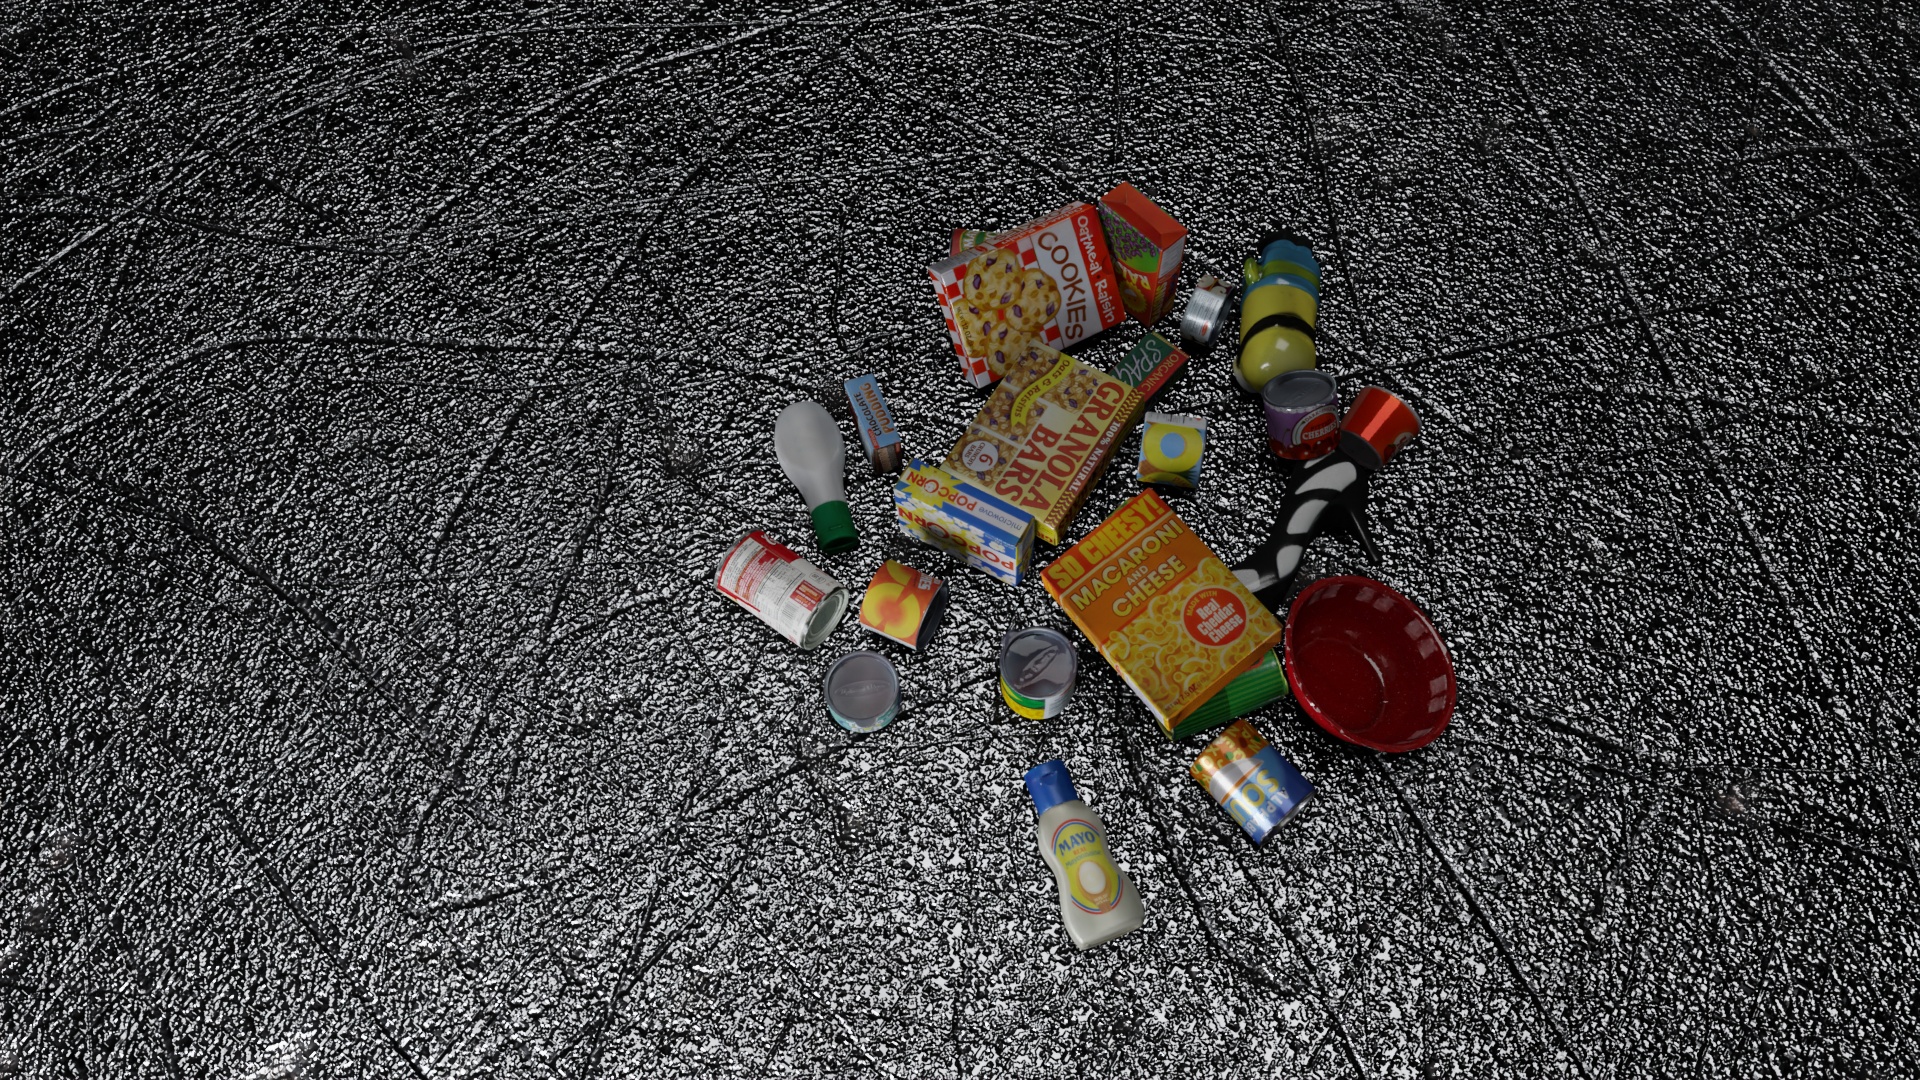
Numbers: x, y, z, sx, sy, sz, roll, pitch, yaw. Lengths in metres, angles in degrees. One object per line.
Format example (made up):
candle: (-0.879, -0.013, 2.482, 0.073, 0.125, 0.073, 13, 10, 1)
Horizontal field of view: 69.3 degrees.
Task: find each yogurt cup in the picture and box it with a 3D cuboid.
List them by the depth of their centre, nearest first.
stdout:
yogurt cup: (0.386, -0.103, 1.295, 0.072, 0.072, 0.054, 38, 79, 18)

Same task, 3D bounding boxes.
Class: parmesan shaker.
parmesan shaker: (0.216, 0.124, 1.183, 0.103, 0.071, 0.071, -20, 65, -8)

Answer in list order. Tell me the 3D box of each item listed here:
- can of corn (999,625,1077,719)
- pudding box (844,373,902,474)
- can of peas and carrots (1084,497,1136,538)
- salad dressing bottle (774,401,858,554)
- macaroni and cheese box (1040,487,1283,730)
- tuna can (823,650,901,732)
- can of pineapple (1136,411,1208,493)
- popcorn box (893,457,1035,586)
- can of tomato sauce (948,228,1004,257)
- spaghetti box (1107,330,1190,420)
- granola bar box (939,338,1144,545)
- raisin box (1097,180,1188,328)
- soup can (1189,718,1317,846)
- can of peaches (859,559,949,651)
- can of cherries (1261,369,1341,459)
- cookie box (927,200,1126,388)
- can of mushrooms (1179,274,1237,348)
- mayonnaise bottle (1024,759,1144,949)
can of corn: (0.065, 0.113, 1.200, 0.071, 0.058, 0.071, -1, 64, 2)
pudding box: (-0.083, -0.111, 1.322, 0.030, 0.049, 0.084, -19, 65, -9)
can of peas and carrots: (0.155, 0.004, 1.246, 0.059, 0.070, 0.071, -42, 70, -17)
salad dressing bottle: (-0.133, -0.059, 1.302, 0.064, 0.043, 0.148, -15, 65, -8)
macaroni and cheese box: (0.166, 0.056, 1.159, 0.124, 0.040, 0.167, -37, 65, -7)
tuna can: (-0.084, 0.134, 1.209, 0.071, 0.032, 0.071, -1, 64, 2)
can of pineapple: (0.196, -0.082, 1.289, 0.058, 0.070, 0.071, 8, 64, 7)
popcorn box: (0.004, -0.016, 1.252, 0.127, 0.085, 0.038, 26, 69, 14)
can of tomato sauce: (0.032, -0.277, 1.389, 0.083, 0.071, 0.071, 6, 64, 4)
spaghetti box: (0.123, -0.103, 1.322, 0.050, 0.028, 0.251, 38, 71, 19)
granola bar box: (0.076, -0.092, 1.280, 0.124, 0.039, 0.166, 28, 68, 17)
raisin box: (0.172, -0.277, 1.354, 0.040, 0.123, 0.086, -40, 69, -17)
soup can: (0.239, 0.199, 1.145, 0.071, 0.071, 0.084, -38, 68, -15)
can of peaches: (-0.049, 0.055, 1.228, 0.058, 0.071, 0.071, 22, 67, 13)
can of cherries: (0.312, -0.114, 1.265, 0.071, 0.058, 0.072, -11, 35, 8)
cookie box: (0.067, -0.238, 1.341, 0.168, 0.122, 0.040, -26, 29, -11)
can of mushrooms: (0.243, -0.225, 1.360, 0.033, 0.070, 0.071, 24, 67, 14)
mayonnaise bottle: (0.095, 0.254, 1.138, 0.065, 0.041, 0.148, -20, 65, -6)
